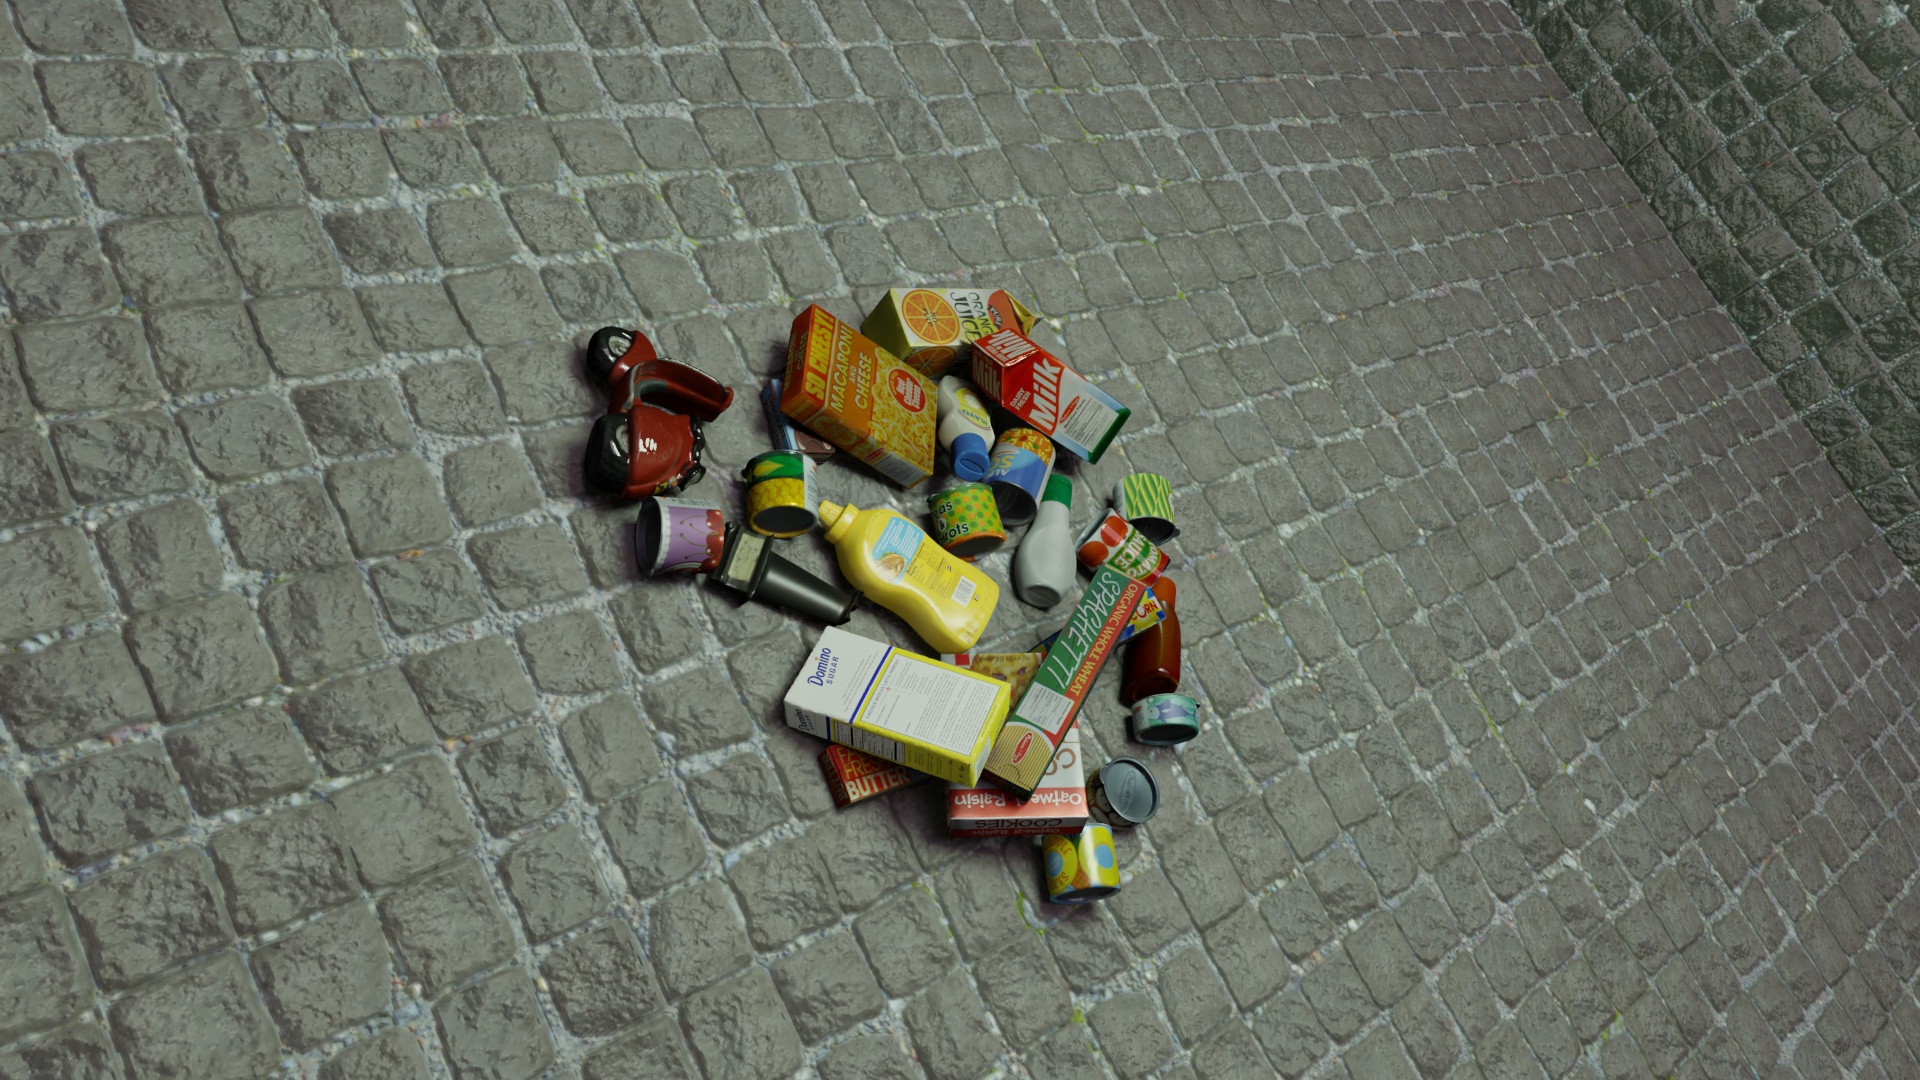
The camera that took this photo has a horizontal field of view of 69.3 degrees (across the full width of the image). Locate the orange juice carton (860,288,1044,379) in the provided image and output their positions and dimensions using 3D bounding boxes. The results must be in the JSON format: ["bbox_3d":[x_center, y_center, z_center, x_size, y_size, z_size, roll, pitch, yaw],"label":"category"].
[{"bbox_3d":[-0.002,-0.222,1.495,0.193,0.071,0.073,-7,68,-36],"label":"orange juice carton"}]

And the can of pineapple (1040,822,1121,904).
[{"bbox_3d":[0.108,0.293,1.258,0.071,0.070,0.058,9,59,-30],"label":"can of pineapple"}]

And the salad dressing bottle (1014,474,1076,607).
[{"bbox_3d":[0.092,-0.002,1.444,0.064,0.043,0.148,25,51,-18],"label":"salad dressing bottle"}]

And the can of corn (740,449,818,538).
[{"bbox_3d":[-0.167,-0.042,1.282,0.071,0.071,0.058,10,58,-29],"label":"can of corn"}]

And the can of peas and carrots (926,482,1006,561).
[{"bbox_3d":[0.005,-0.017,1.379,0.071,0.070,0.059,-1,65,-34],"label":"can of peas and carrots"}]

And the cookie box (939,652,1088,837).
[{"bbox_3d":[0.045,0.184,1.262,0.123,0.040,0.168,0,54,-6],"label":"cookie box"}]

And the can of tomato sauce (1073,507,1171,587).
[{"bbox_3d":[0.169,0.015,1.466,0.083,0.071,0.071,40,48,-6],"label":"can of tomato sauce"}]

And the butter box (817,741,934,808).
[{"bbox_3d":[-0.070,0.197,1.226,0.104,0.024,0.053,-11,70,-38],"label":"butter box"}]

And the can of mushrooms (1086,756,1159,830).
[{"bbox_3d":[0.155,0.244,1.342,0.071,0.033,0.071,16,56,-25],"label":"can of mushrooms"}]

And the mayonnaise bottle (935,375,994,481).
[{"bbox_3d":[0.006,-0.113,1.419,0.065,0.041,0.149,26,27,-21],"label":"mayonnaise bottle"}]

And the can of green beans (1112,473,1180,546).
[{"bbox_3d":[0.200,-0.033,1.519,0.071,0.071,0.058,17,55,-25],"label":"can of green beans"}]

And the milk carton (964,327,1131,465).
[{"bbox_3d":[0.084,-0.160,1.465,0.190,0.073,0.072,28,10,-38],"label":"milk carton"}]

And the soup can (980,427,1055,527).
[{"bbox_3d":[0.056,-0.068,1.444,0.071,0.071,0.084,32,49,-14],"label":"soup can"}]

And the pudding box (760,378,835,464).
[{"bbox_3d":[-0.159,-0.116,1.354,0.050,0.030,0.084,-3,65,-36],"label":"pudding box"}]

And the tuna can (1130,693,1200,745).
[{"bbox_3d":[0.208,0.180,1.393,0.071,0.070,0.033,13,58,-27],"label":"tuna can"}]

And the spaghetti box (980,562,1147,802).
[{"bbox_3d":[0.098,0.124,1.266,0.050,0.028,0.251,27,56,12],"label":"spaghetti box"}]

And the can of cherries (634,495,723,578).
[{"bbox_3d":[-0.244,-0.001,1.205,0.058,0.071,0.072,4,61,-32],"label":"can of cherries"}]

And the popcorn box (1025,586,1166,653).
[{"bbox_3d":[0.133,0.096,1.383,0.127,0.085,0.038,-21,77,-40],"label":"popcorn box"}]

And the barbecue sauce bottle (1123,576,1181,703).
[{"bbox_3d":[0.203,0.100,1.445,0.043,0.064,0.149,31,42,-17],"label":"barbecue sauce bottle"}]

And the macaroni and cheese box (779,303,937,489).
[{"bbox_3d":[-0.098,-0.141,1.375,0.166,0.040,0.124,31,44,-32],"label":"macaroni and cheese box"}]
